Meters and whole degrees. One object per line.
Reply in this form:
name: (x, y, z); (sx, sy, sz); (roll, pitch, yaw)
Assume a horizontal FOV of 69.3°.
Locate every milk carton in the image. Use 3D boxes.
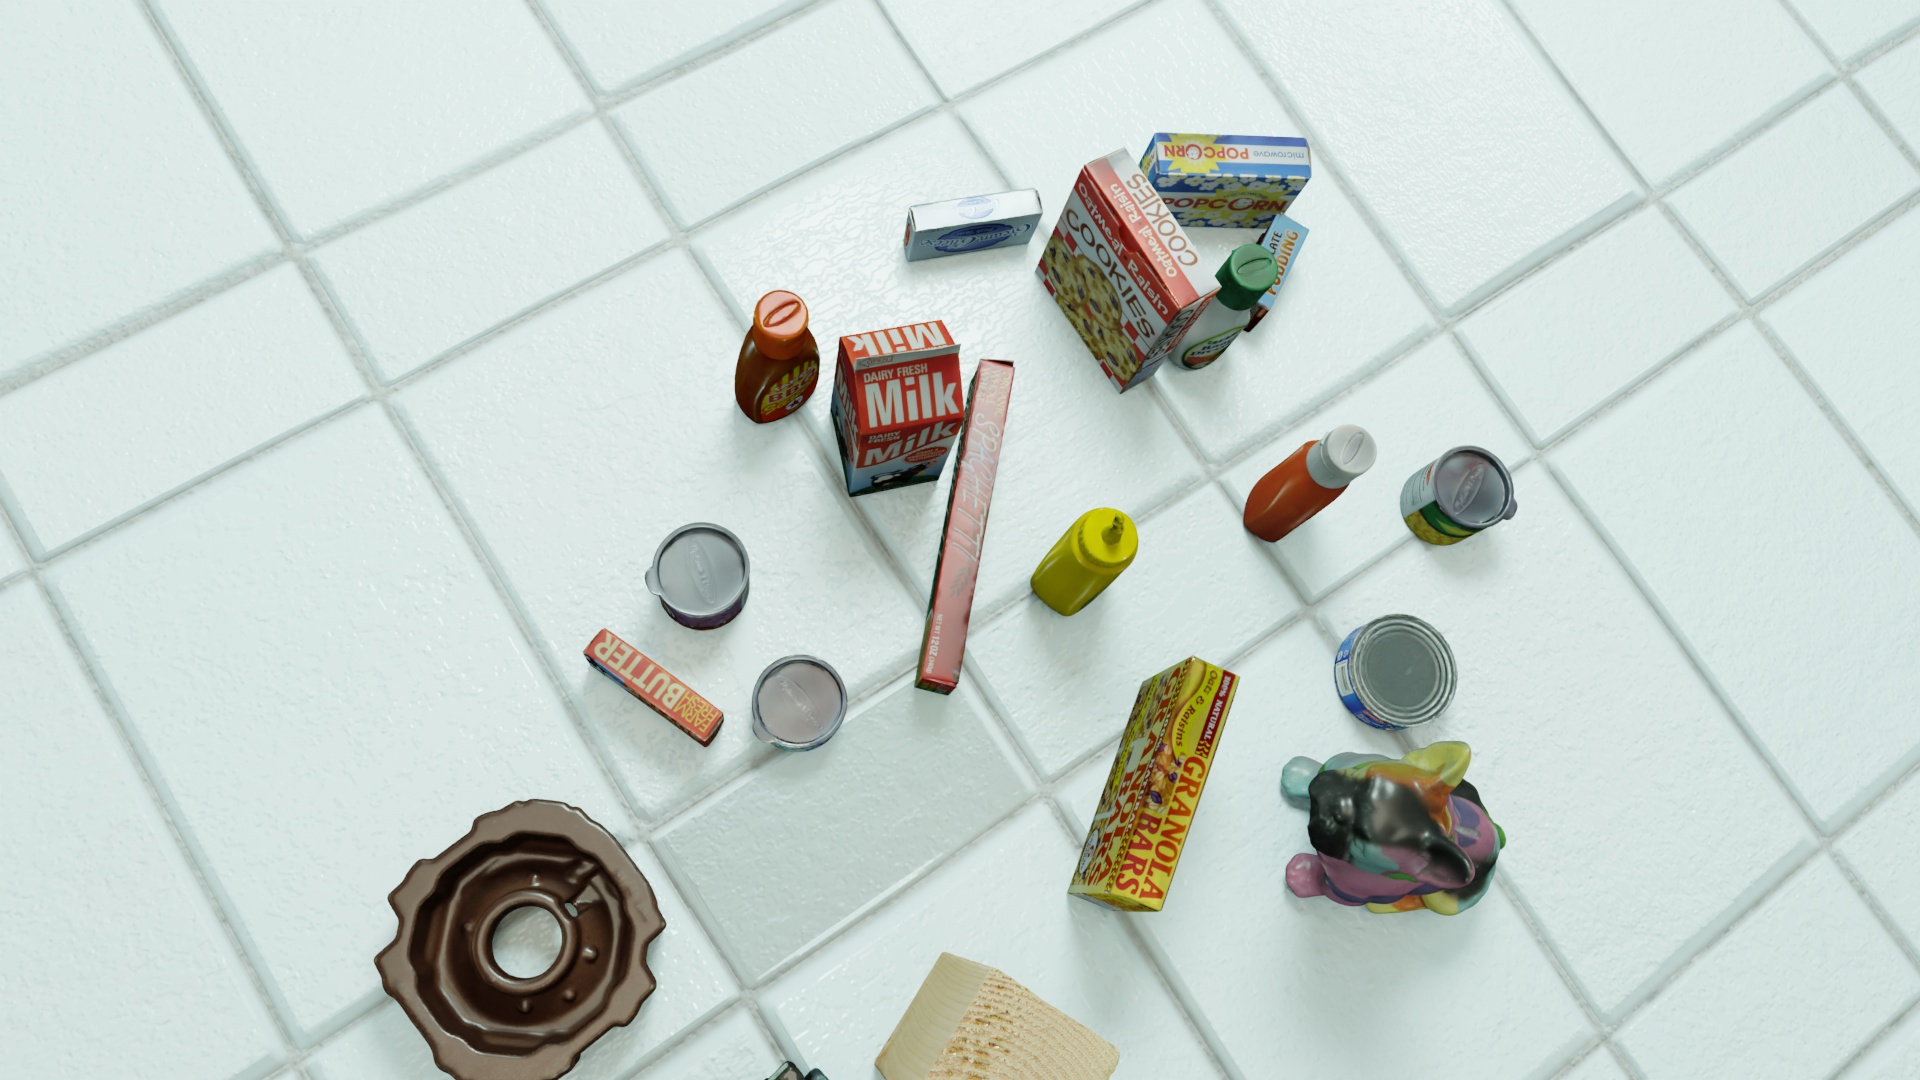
milk carton: (-0.045, -0.095, 0.960); (0.072, 0.190, 0.073); (-11, 78, -11)

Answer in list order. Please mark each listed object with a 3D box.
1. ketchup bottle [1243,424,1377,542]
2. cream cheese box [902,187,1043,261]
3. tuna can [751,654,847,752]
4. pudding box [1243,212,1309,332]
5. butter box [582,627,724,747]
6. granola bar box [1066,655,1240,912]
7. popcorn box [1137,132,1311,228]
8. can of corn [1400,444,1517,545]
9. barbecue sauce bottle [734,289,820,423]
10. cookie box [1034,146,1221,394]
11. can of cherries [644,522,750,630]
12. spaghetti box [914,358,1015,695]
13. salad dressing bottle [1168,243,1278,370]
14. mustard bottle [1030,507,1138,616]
ketchup bottle: (0.255, -0.045, 1.015); (0.043, 0.148, 0.065); (33, 73, 1)
cream cheese box: (0.008, -0.245, 1.080); (0.104, 0.053, 0.024); (-11, 78, -12)
tuna can: (-0.115, 0.116, 0.975); (0.071, 0.032, 0.071); (2, 75, -8)
pudding box: (0.243, -0.214, 1.110); (0.030, 0.049, 0.084); (29, 73, -1)
butter box: (-0.209, 0.102, 0.953); (0.103, 0.053, 0.024); (35, 73, 2)
granola bar box: (0.131, 0.170, 0.951); (0.039, 0.124, 0.166); (23, 73, -2)
popcorn box: (0.204, -0.285, 1.104); (0.127, 0.085, 0.038); (-1, 76, -9)
can of corn: (0.386, -0.033, 1.079); (0.071, 0.058, 0.071); (2, 75, -8)
barbecue sauce bottle: (-0.128, -0.130, 0.978); (0.065, 0.148, 0.044); (-36, 84, -15)
cookie box: (0.118, -0.193, 1.024); (0.040, 0.167, 0.123); (-31, 82, -15)
can of cherries: (-0.184, 0.026, 0.975); (0.071, 0.058, 0.071); (2, 75, -8)
spaghetti box: (0.004, -0.013, 1.019); (0.029, 0.050, 0.250); (12, 74, -6)
salad dressing bottle: (0.194, -0.174, 1.041); (0.064, 0.147, 0.044); (-21, 80, -13)
mustard bottle: (0.092, 0.010, 0.969); (0.049, 0.159, 0.065); (42, 74, 3)
